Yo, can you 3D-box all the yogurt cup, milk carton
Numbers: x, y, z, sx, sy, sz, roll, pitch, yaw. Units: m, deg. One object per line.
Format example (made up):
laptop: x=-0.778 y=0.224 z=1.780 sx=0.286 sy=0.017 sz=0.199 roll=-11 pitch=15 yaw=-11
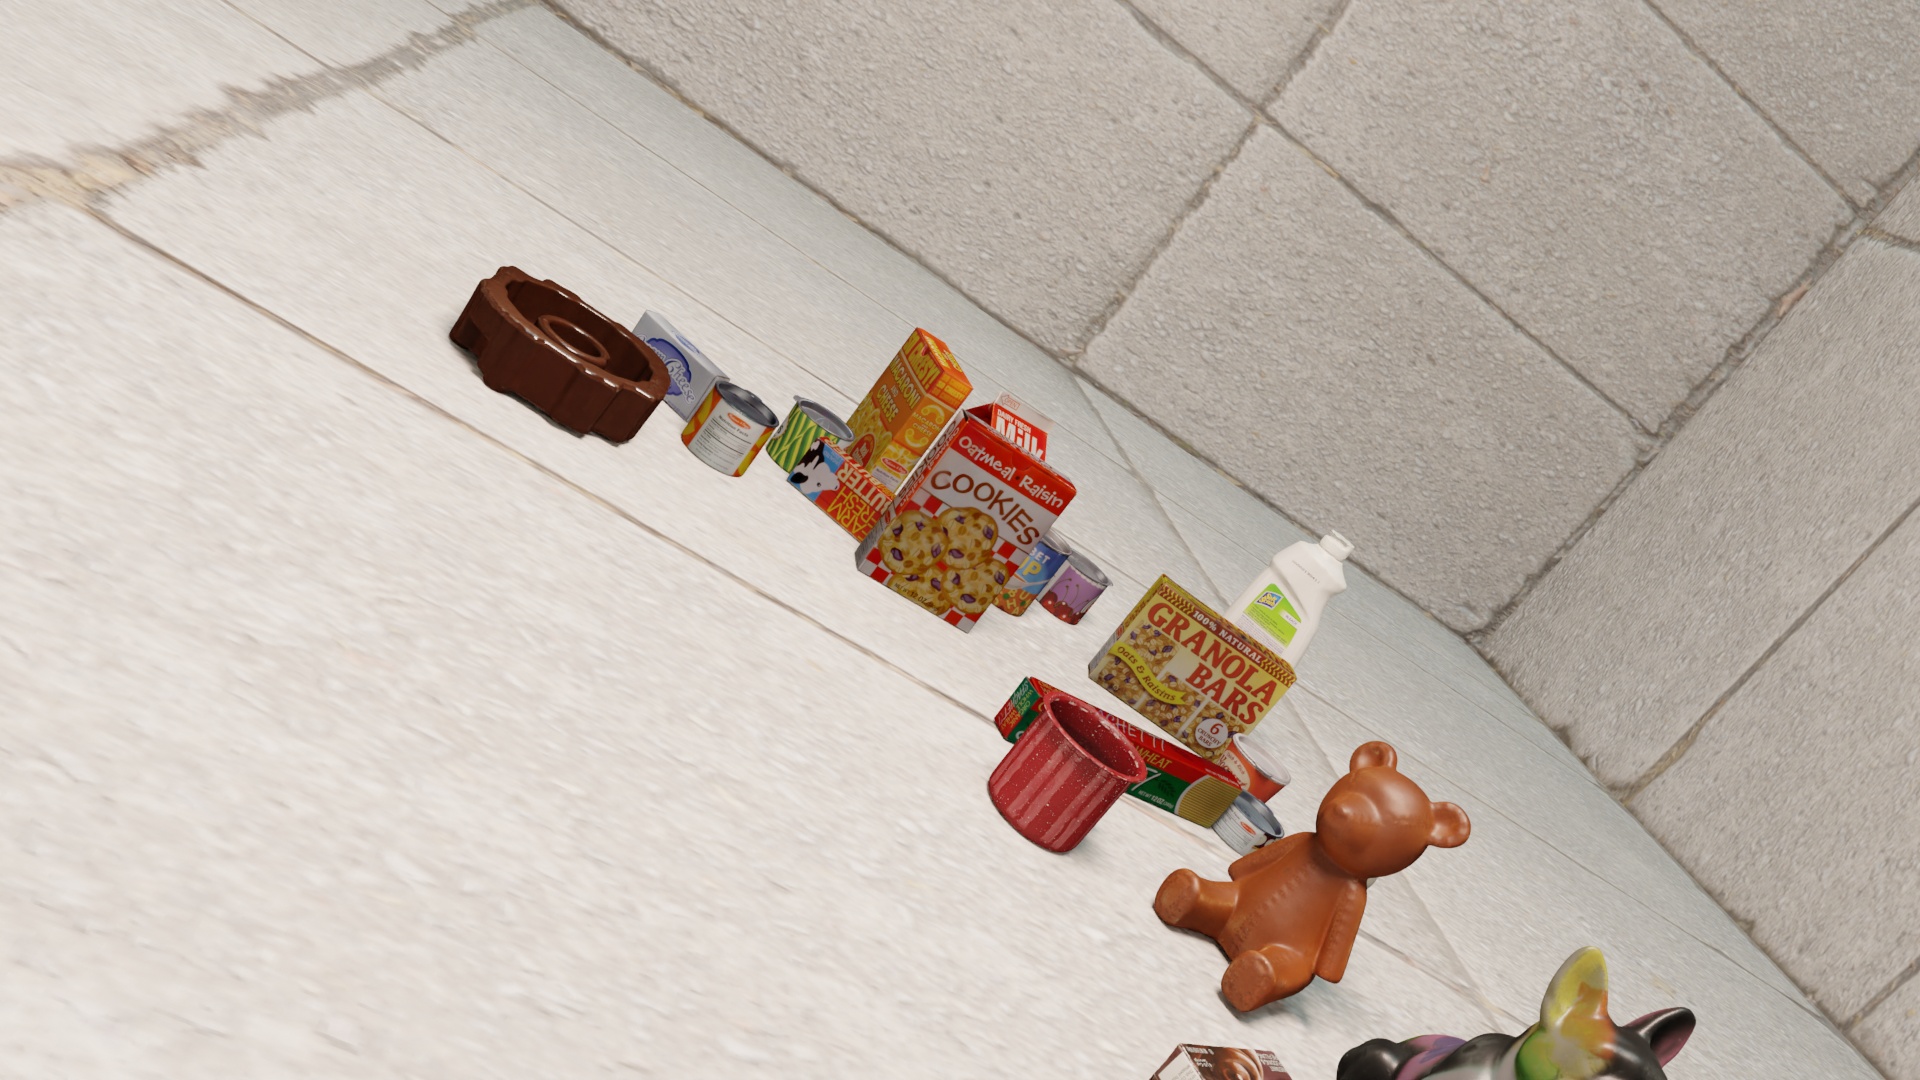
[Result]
yogurt cup: x=0.274 y=0.227 z=1.334 sx=0.072 sy=0.053 sz=0.072 roll=34 pitch=16 yaw=-11
milk carton: x=0.008 y=-0.048 z=1.286 sx=0.072 sy=0.190 sz=0.074 roll=27 pitch=18 yaw=-34

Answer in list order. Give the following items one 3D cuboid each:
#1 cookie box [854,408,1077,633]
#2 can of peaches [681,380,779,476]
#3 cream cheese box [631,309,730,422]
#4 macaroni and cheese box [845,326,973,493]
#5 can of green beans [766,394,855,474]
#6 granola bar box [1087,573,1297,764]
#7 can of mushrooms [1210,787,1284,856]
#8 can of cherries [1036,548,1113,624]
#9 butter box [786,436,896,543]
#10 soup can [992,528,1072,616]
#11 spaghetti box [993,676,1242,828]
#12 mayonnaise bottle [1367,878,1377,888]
cookie box: x=0.004 y=-0.015 z=1.227 sx=0.123 sy=0.167 sz=0.040 roll=32 pitch=16 yaw=-20
can of peaches: x=-0.202 y=-0.098 z=1.219 sx=0.071 sy=0.058 sz=0.071 roll=34 pitch=16 yaw=-11
cream cheese box: x=-0.263 y=-0.159 z=1.267 sx=0.104 sy=0.053 sz=0.024 roll=43 pitch=16 yaw=18
macaroni and cheese box: x=-0.065 y=-0.117 z=1.369 sx=0.040 sy=0.166 sz=0.124 roll=29 pitch=17 yaw=-28
can of green beans: x=-0.144 y=-0.095 z=1.334 sx=0.071 sy=0.057 sz=0.071 roll=34 pitch=16 yaw=-11
granola bar box: x=0.229 y=0.130 z=1.384 sx=0.165 sy=0.124 sz=0.039 roll=35 pitch=15 yaw=-7
can of mushrooms: x=0.258 y=0.255 z=1.255 sx=0.071 sy=0.033 sz=0.071 roll=34 pitch=16 yaw=-11
can of cherries: x=0.120 y=0.050 z=1.496 sx=0.071 sy=0.058 sz=0.072 roll=34 pitch=16 yaw=-11
butter box: x=-0.105 y=-0.045 z=1.285 sx=0.103 sy=0.053 sz=0.024 roll=40 pitch=15 yaw=9
soup can: x=0.059 y=0.024 z=1.390 sx=0.071 sy=0.083 sz=0.071 roll=34 pitch=15 yaw=-11
spaghetti box: x=0.137 y=0.181 z=1.171 sx=0.250 sy=0.050 sz=0.029 roll=28 pitch=18 yaw=-31
mayonnaise bottle: x=0.302 y=0.263 z=1.115 sx=0.065 sy=0.147 sz=0.041 roll=47 pitch=18 yaw=32
